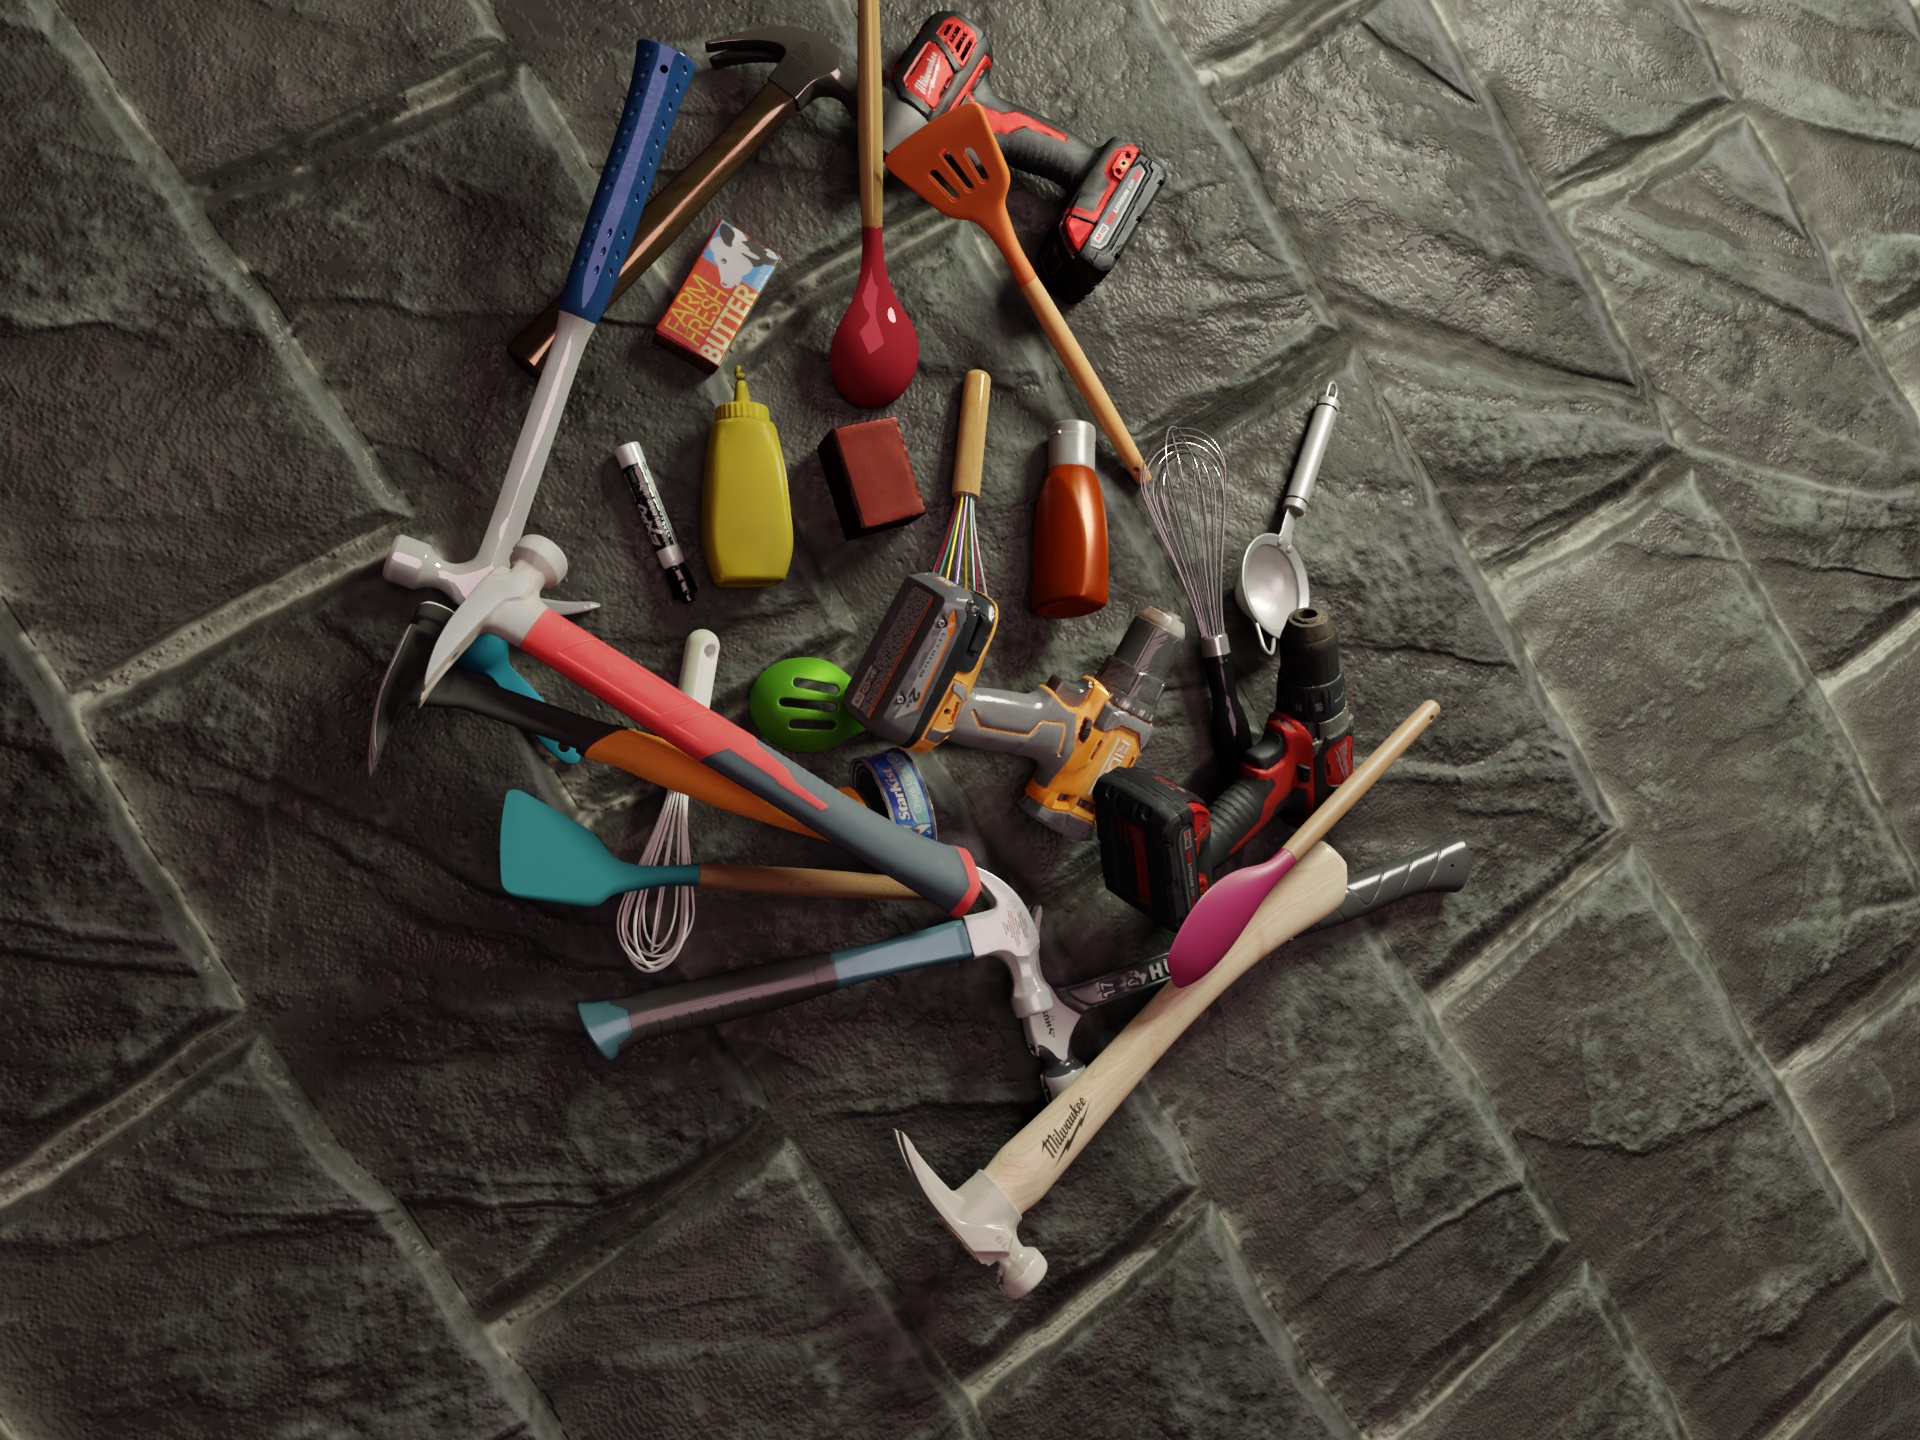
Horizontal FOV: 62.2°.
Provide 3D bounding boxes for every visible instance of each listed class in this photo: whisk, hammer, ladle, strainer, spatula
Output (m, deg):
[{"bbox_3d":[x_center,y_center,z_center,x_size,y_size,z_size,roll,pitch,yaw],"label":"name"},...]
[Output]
[{"bbox_3d":[-0.199,0.054,1.122,0.057,0.059,0.246,23,70,-54],"label":"whisk"},{"bbox_3d":[0.136,0.226,1.180,0.410,0.038,0.146,-41,95,-18],"label":"hammer"},{"bbox_3d":[0.002,-0.148,1.210,0.047,0.051,0.245,14,76,-37],"label":"whisk"},{"bbox_3d":[-0.064,-0.385,1.154,0.069,0.031,0.315,-6,107,-19],"label":"ladle"},{"bbox_3d":[0.193,-0.090,1.250,0.070,0.070,0.284,-14,96,-18],"label":"whisk"},{"bbox_3d":[-0.219,0.028,1.069,0.336,0.034,0.127,19,51,-15],"label":"hammer"},{"bbox_3d":[-0.262,-0.265,1.097,0.144,0.035,0.405,19,91,-16],"label":"hammer"},{"bbox_3d":[-0.205,-0.376,1.150,0.130,0.031,0.331,39,80,11],"label":"hammer"},{"bbox_3d":[-0.104,0.183,1.134,0.331,0.033,0.128,-12,80,-14],"label":"hammer"},{"bbox_3d":[0.268,-0.166,1.292,0.086,0.050,0.258,33,69,-34],"label":"strainer"},{"bbox_3d":[-0.151,0.102,1.081,0.317,0.044,0.082,5,48,-18],"label":"spatula"},{"bbox_3d":[-0.160,0.030,1.050,0.386,0.038,0.143,33,52,-6],"label":"hammer"},{"bbox_3d":[0.231,0.164,1.255,0.409,0.036,0.149,-17,90,-19],"label":"hammer"},{"bbox_3d":[0.062,-0.307,1.198,0.081,0.041,0.322,-25,115,21],"label":"spatula"}]

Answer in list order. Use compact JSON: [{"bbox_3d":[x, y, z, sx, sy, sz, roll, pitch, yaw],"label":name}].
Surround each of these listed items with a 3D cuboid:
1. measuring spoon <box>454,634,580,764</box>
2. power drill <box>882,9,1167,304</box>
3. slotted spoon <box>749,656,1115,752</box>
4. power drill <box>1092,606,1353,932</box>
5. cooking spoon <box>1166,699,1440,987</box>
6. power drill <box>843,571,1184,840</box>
[{"bbox_3d":[-0.307,-0.021,1.105,0.042,0.021,0.128,-41,96,-16],"label":"measuring spoon"},{"bbox_3d":[0.034,-0.427,1.223,0.219,0.078,0.143,33,77,-10],"label":"power drill"},{"bbox_3d":[-0.002,-0.004,1.199,0.313,0.031,0.070,4,89,-19],"label":"slotted spoon"},{"bbox_3d":[0.208,0.034,1.188,0.226,0.080,0.187,-30,128,-27],"label":"power drill"},{"bbox_3d":[0.264,0.086,1.201,0.319,0.017,0.068,-42,131,-21],"label":"cooking spoon"},{"bbox_3d":[0.051,-0.030,1.150,0.226,0.084,0.185,26,96,-31],"label":"power drill"}]
